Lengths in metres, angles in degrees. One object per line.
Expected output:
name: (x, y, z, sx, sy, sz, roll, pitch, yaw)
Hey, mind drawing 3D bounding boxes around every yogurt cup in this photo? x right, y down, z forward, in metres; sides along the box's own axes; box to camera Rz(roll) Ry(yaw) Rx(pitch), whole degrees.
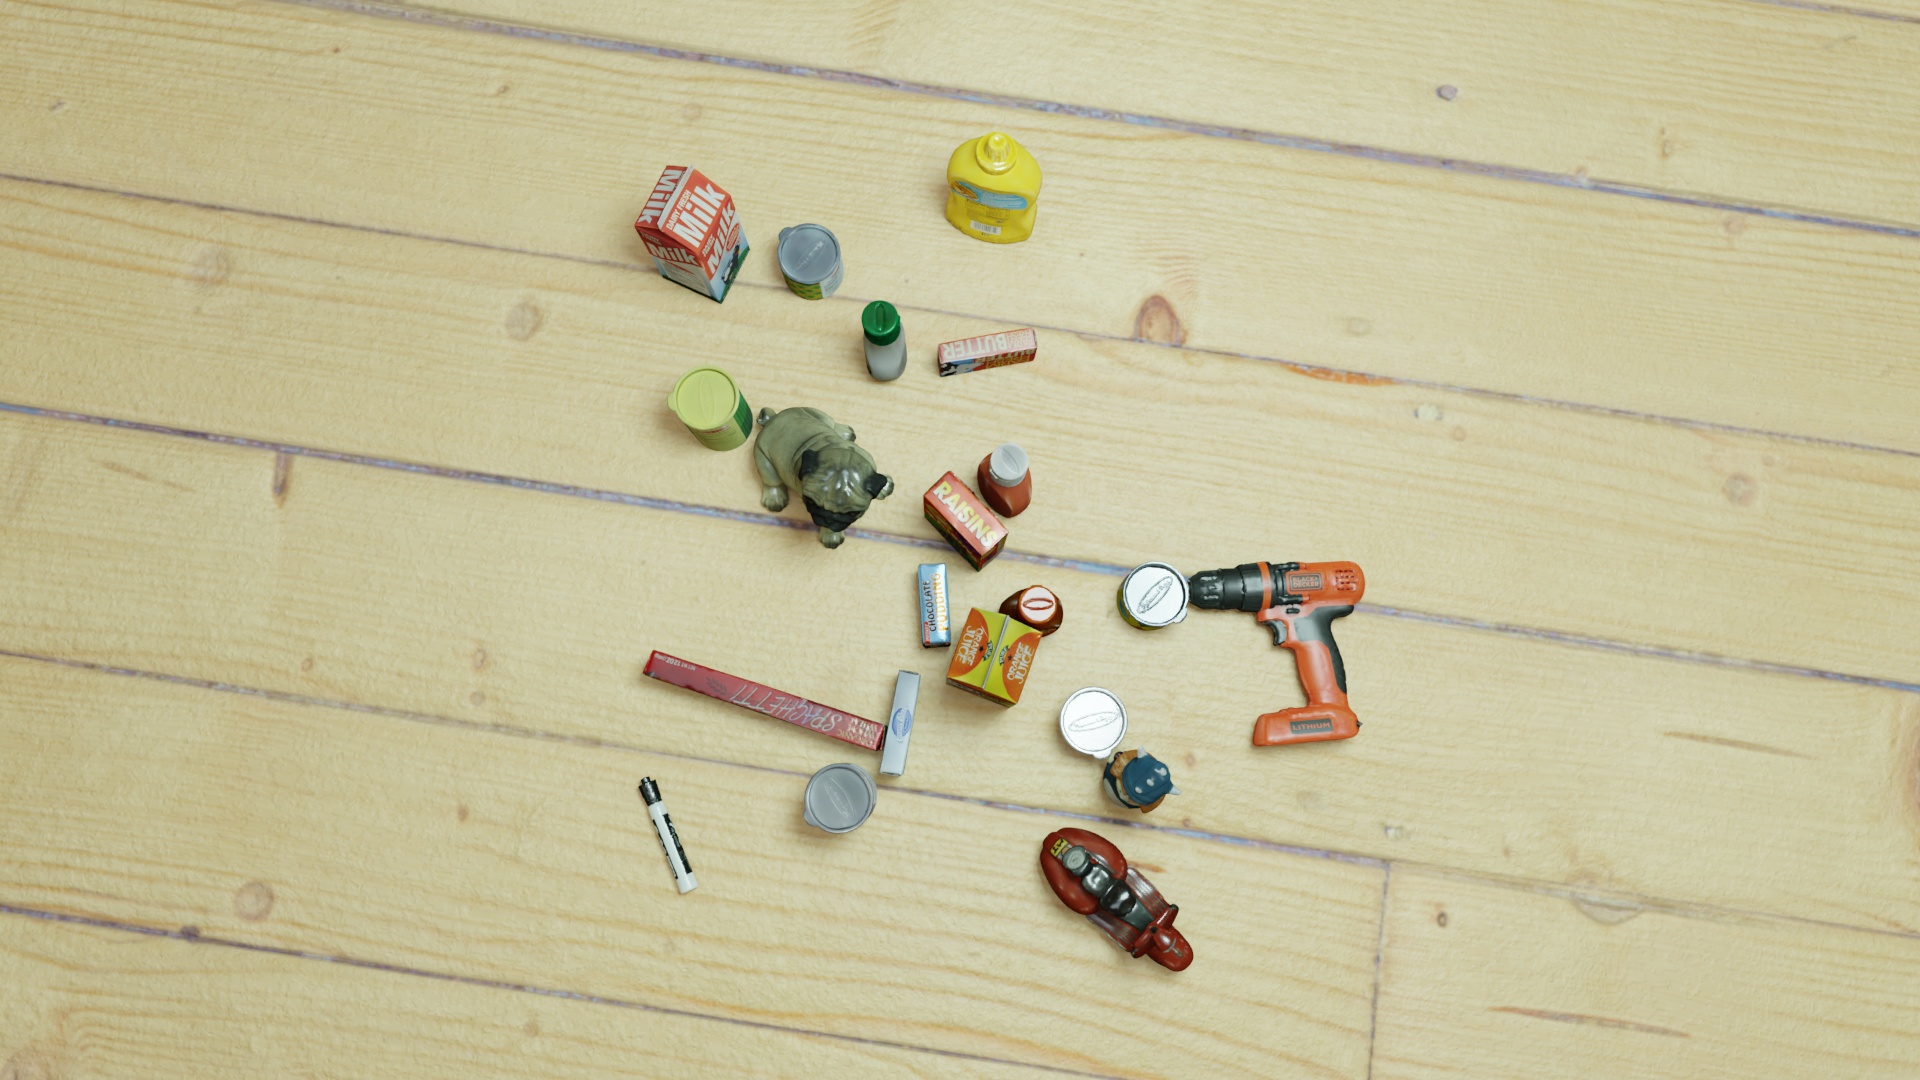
yogurt cup: (0.131, 0.182, 1.397, 0.072, 0.054, 0.072, 0, 81, -1)

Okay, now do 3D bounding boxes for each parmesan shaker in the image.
parmesan shaker: (-0.254, -0.134, 1.418, 0.071, 0.103, 0.071, 0, 81, -1)

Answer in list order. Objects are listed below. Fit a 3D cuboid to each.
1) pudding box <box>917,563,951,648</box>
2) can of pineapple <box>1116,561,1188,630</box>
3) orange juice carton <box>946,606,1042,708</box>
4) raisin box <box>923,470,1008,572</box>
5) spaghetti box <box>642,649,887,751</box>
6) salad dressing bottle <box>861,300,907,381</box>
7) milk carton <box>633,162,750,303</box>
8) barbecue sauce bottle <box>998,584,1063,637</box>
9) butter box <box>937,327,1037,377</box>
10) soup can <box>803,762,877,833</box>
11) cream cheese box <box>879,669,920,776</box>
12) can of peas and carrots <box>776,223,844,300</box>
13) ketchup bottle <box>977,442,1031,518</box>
pudding box: (-0.027, 0.066, 1.416, 0.030, 0.049, 0.084, -4, 81, -1)
can of pineapple: (0.196, 0.059, 1.416, 0.071, 0.058, 0.071, 0, 81, -1)
orange juice carton: (0.031, 0.114, 1.336, 0.073, 0.192, 0.072, 20, 82, 2)
raisin box: (0.005, -0.017, 1.392, 0.040, 0.123, 0.086, -43, 84, -6)
spaghetti box: (-0.193, 0.162, 1.397, 0.250, 0.050, 0.029, 18, 81, 2)
salad dressing bottle: (-0.078, -0.204, 1.410, 0.044, 0.147, 0.064, 2, 81, 0)
milk carton: (-0.272, -0.313, 1.403, 0.073, 0.190, 0.072, 25, 82, 3)
barbecue sauce bottle: (0.071, 0.070, 1.366, 0.065, 0.148, 0.044, -1, 81, -1)
butter box: (0.027, -0.197, 1.458, 0.103, 0.053, 0.024, -10, 82, -2)
soup can: (-0.119, 0.253, 1.366, 0.071, 0.083, 0.071, 0, 81, -1)
cream cheese box: (-0.060, 0.183, 1.394, 0.024, 0.053, 0.104, 10, 81, 1)
can of peas and carrots: (-0.160, -0.295, 1.468, 0.071, 0.058, 0.071, 0, 81, -1)
ketchup bottle: (0.045, -0.063, 1.388, 0.043, 0.148, 0.065, -36, 83, -6)
